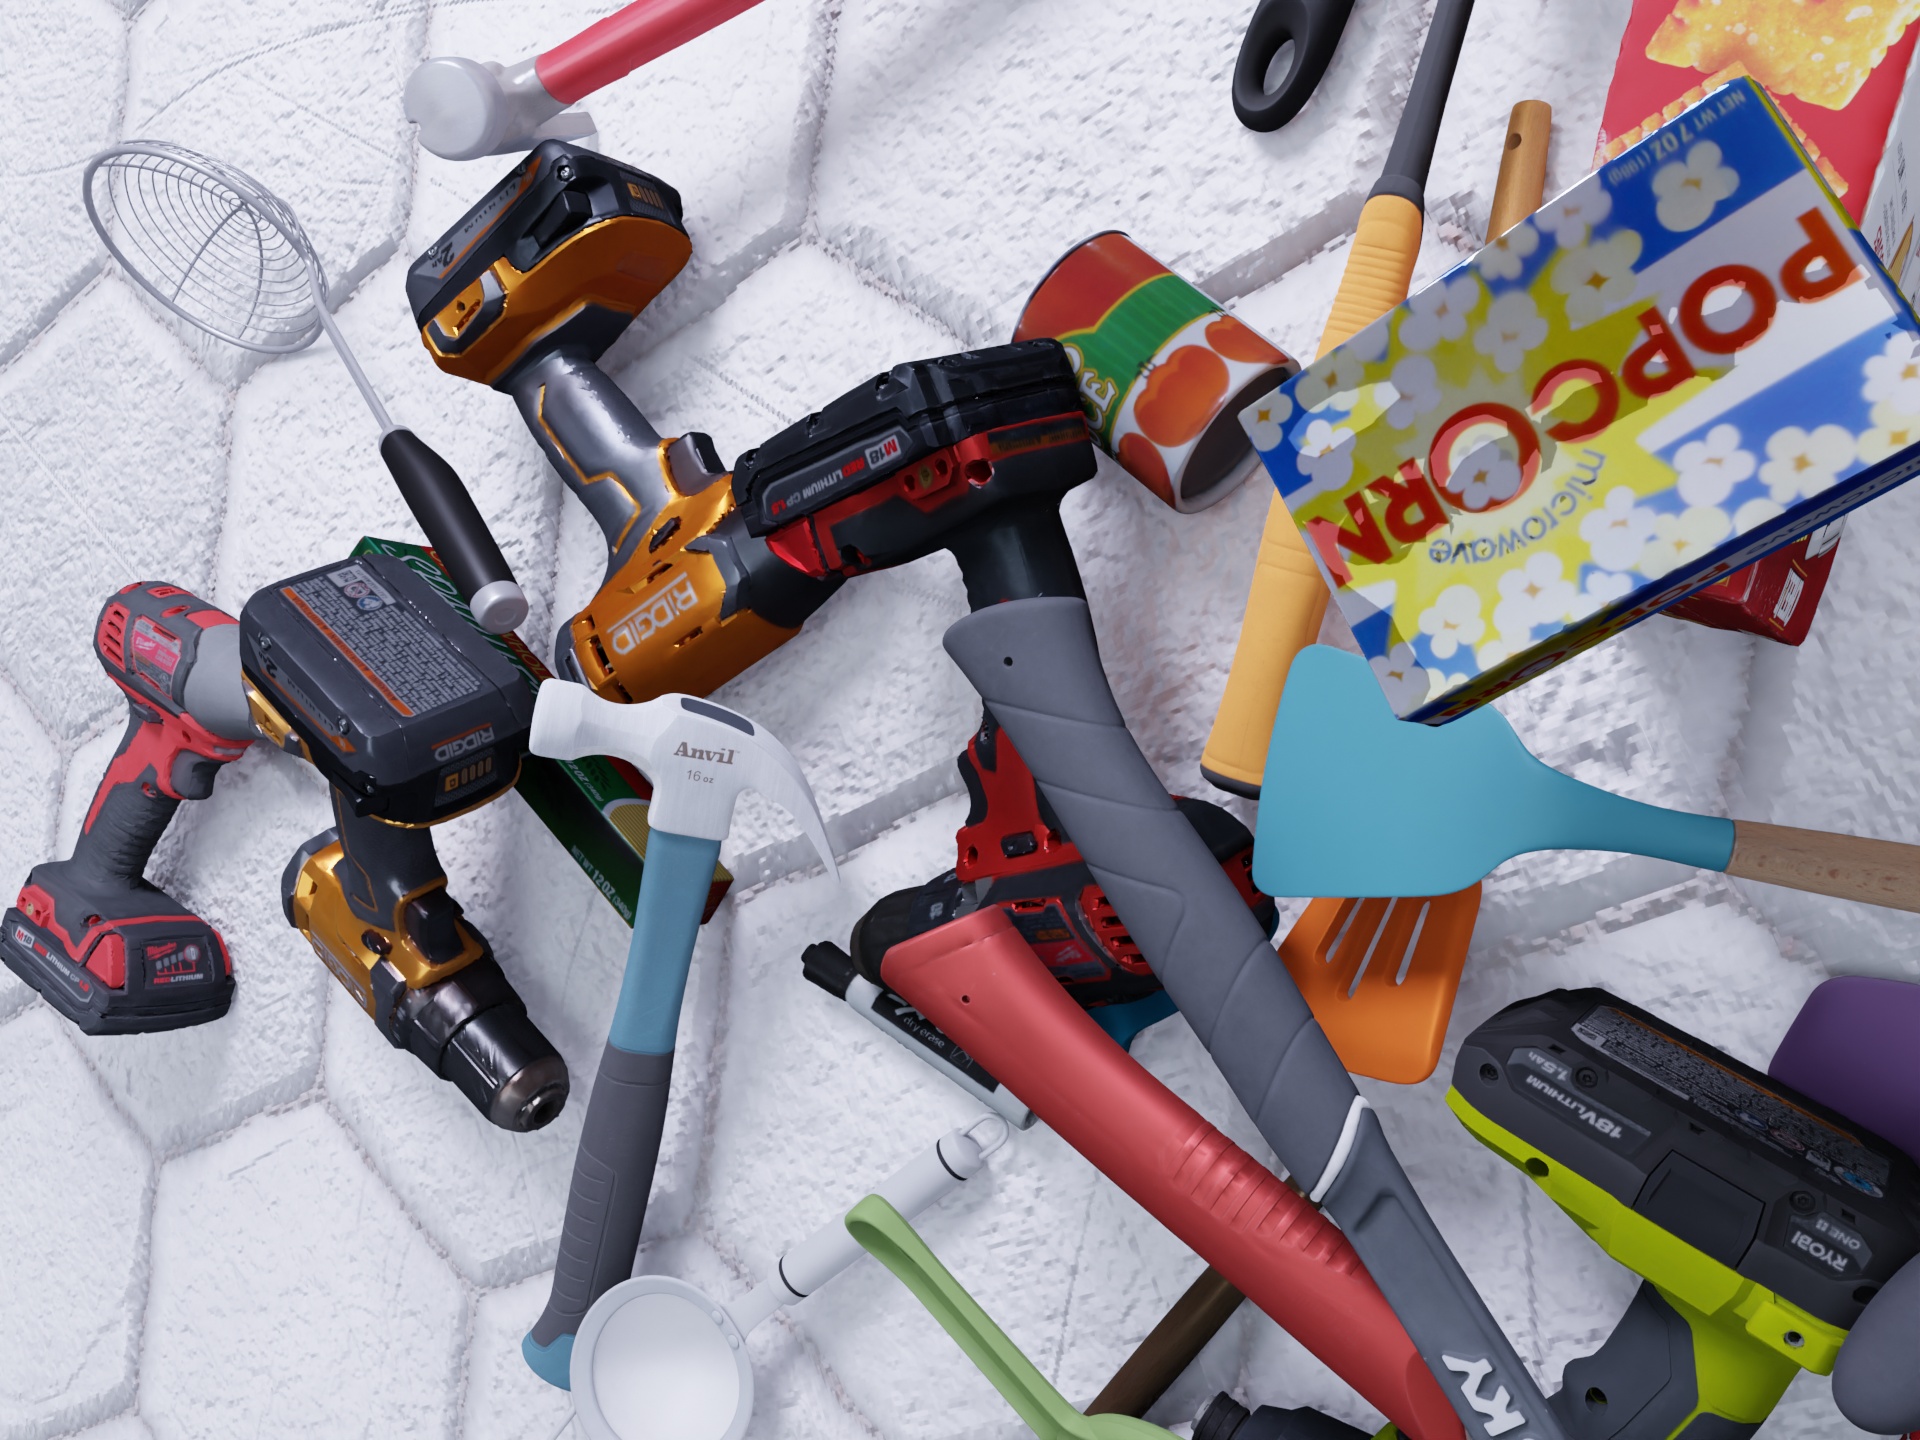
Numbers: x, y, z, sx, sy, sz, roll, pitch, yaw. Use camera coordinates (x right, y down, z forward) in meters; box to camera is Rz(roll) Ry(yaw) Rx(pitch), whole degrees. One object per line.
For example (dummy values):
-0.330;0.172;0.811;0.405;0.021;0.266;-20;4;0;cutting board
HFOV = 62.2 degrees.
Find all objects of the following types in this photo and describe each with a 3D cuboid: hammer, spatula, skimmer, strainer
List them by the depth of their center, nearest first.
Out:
0.375;0.162;0.411;0.316;0.018;0.059;32;115;27;spatula
0.109;0.135;0.424;0.149;0.036;0.409;-40;71;27;hammer
0.245;0.039;0.455;0.317;0.044;0.082;10;85;15;spatula
0.111;0.182;0.470;0.359;0.036;0.149;37;115;24;hammer
0.131;-0.134;0.511;0.034;0.127;0.336;17;104;18;hammer
0.158;-0.045;0.527;0.081;0.041;0.322;12;94;55;spatula
0.033;0.275;0.532;0.256;0.069;0.151;45;142;16;strainer
-0.030;-0.318;0.621;0.386;0.143;0.038;-20;108;18;hammer
-0.075;0.237;0.661;0.258;0.050;0.087;-40;76;17;strainer
-0.137;0.146;0.667;0.033;0.128;0.331;-115;37;-65;hammer
-0.311;-0.151;0.743;0.090;0.127;0.364;-29;58;-16;skimmer

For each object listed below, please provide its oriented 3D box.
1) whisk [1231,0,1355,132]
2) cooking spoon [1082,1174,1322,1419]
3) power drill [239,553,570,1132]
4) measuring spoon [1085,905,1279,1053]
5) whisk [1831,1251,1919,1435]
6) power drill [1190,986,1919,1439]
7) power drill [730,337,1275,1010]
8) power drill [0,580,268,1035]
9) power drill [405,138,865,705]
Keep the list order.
0.159;-0.341;0.524;0.073;0.073;0.295;33;112;26;whisk
0.048;0.272;0.600;0.069;0.017;0.319;42;110;23;cooking spoon
-0.235;0.065;0.696;0.185;0.084;0.226;39;136;26;power drill
0.065;0.100;0.574;0.128;0.021;0.042;-45;63;36;measuring spoon
0.317;0.070;0.382;0.284;0.070;0.070;-47;67;4;whisk
0.177;0.204;0.492;0.171;0.080;0.223;29;108;28;power drill
-0.001;-0.002;0.573;0.188;0.080;0.226;-18;93;47;power drill
-0.421;0.048;0.847;0.143;0.078;0.219;25;99;28;power drill
-0.131;-0.126;0.676;0.164;0.084;0.226;-31;79;26;power drill
